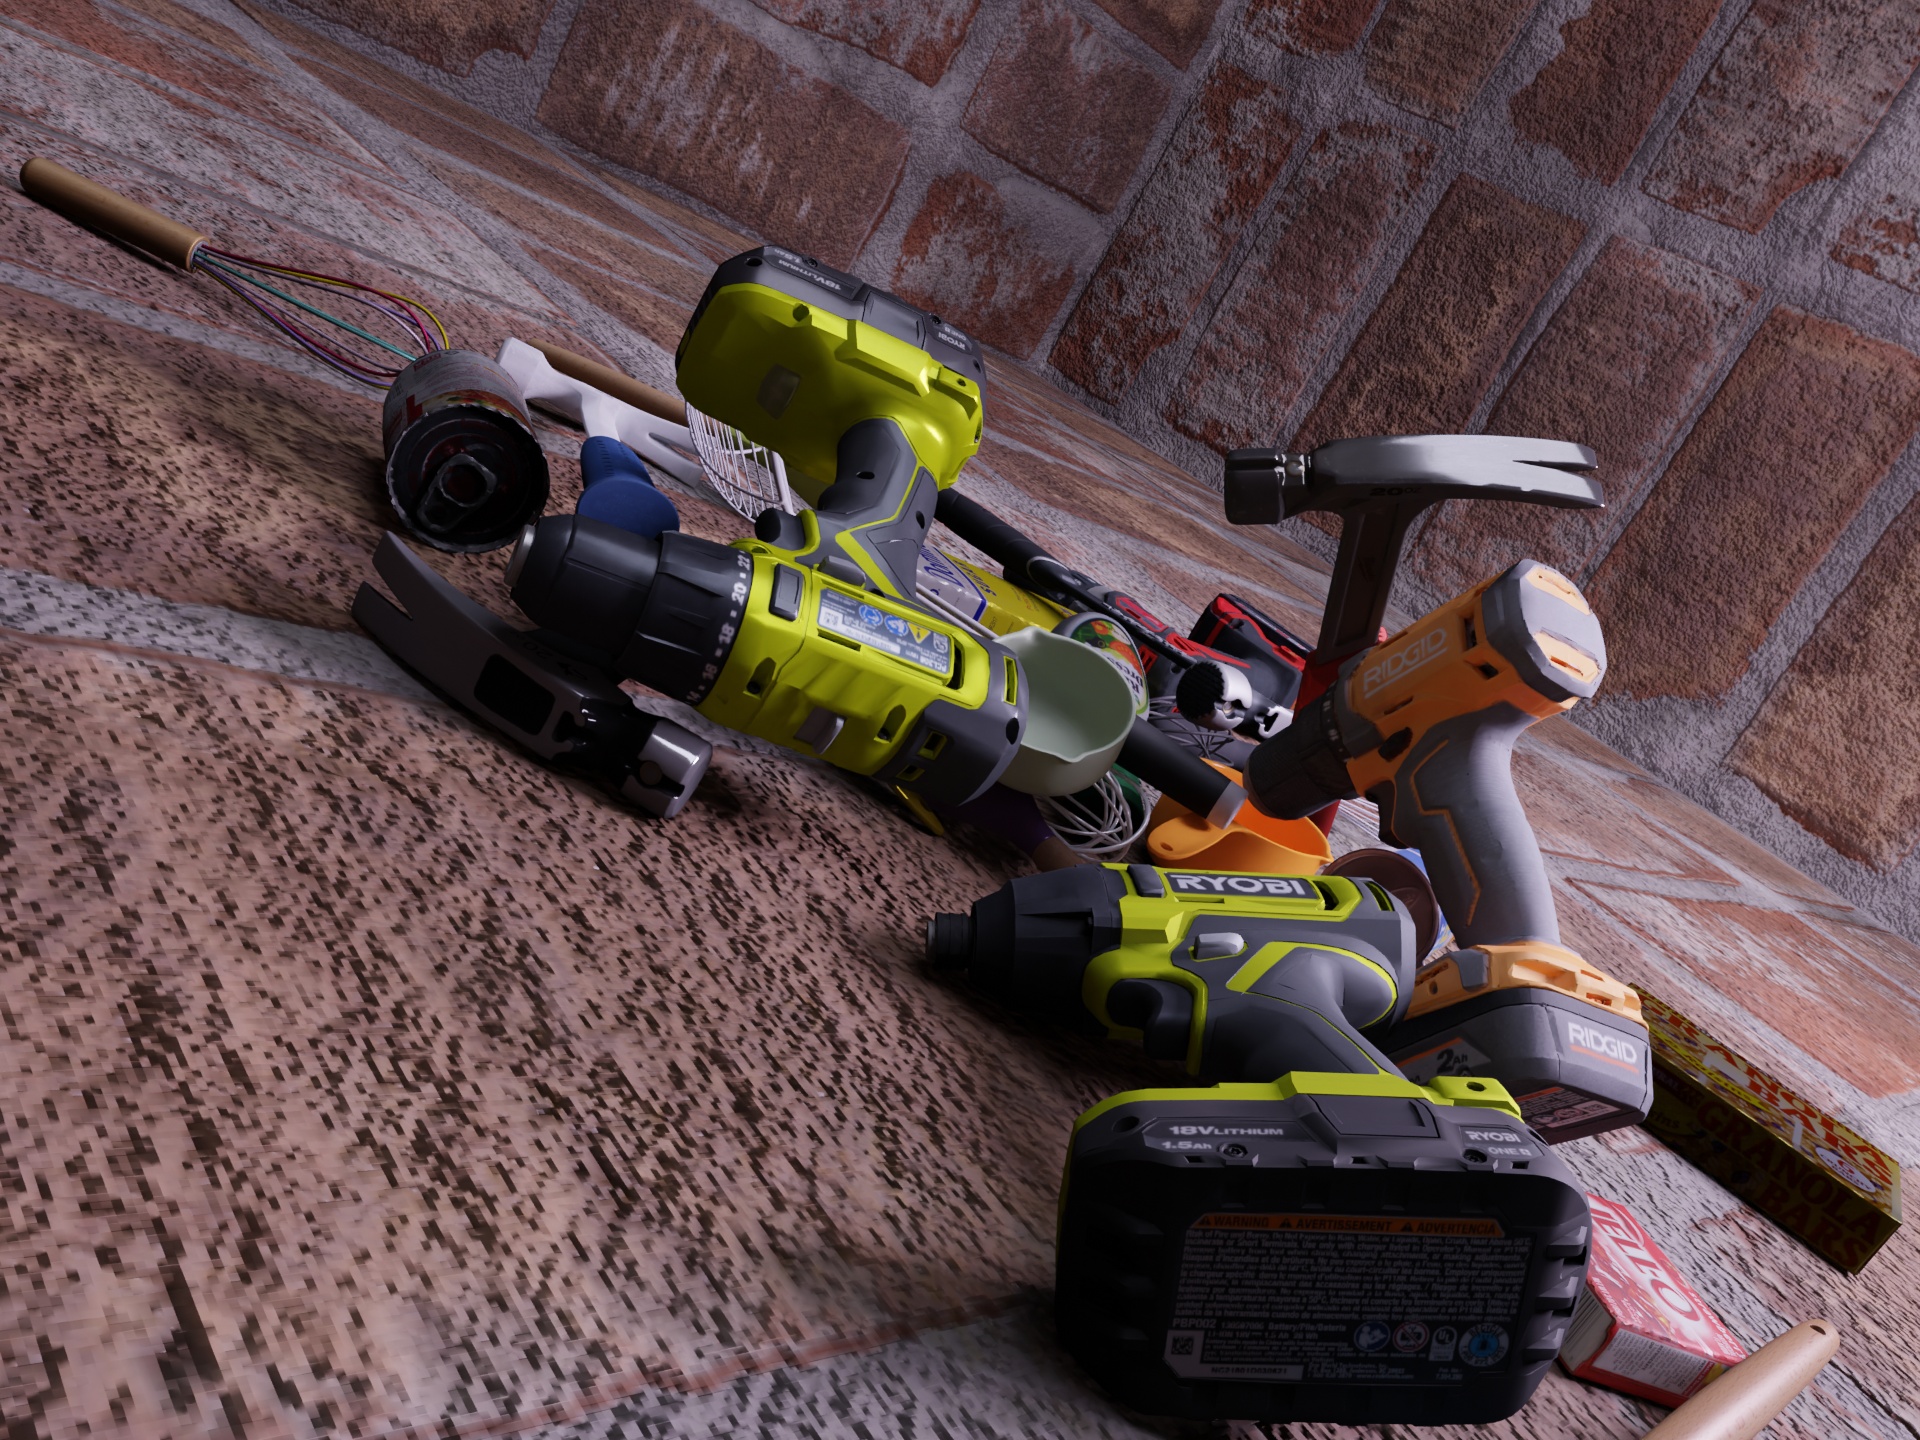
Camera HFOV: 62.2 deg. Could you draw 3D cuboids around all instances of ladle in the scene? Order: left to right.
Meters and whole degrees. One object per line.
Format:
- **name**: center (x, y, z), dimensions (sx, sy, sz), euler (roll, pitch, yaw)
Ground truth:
- **ladle**: center (-0.167, -0.207, 1.055), dimensions (0.320, 0.062, 0.078), euler (27, -16, 26)

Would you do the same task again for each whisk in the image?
- **whisk**: center (-0.389, -0.244, 0.860), dimensions (0.245, 0.047, 0.051), euler (26, 17, -2)
- **whisk**: center (-0.001, -0.003, 0.791), dimensions (0.059, 0.057, 0.247), euler (-30, 47, -28)
- **whisk**: center (0.077, 0.005, 0.912), dimensions (0.238, 0.055, 0.055), euler (8, 26, -42)
- **whisk**: center (0.247, 0.044, 1.071), dimensions (0.284, 0.070, 0.070), euler (18, 19, -21)

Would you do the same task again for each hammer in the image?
- **hammer**: center (-0.180, -0.140, 0.838), dimensions (0.144, 0.035, 0.406), euler (24, 10, -21)
- **hammer**: center (-0.135, -0.048, 0.713), dimensions (0.146, 0.035, 0.335), euler (31, 16, 1)
- **hammer**: center (0.073, -0.087, 1.029), dimensions (0.149, 0.036, 0.409), euler (16, 17, -44)
- **hammer**: center (0.196, -0.016, 0.790), dimensions (0.149, 0.037, 0.358), euler (1, -30, 6)

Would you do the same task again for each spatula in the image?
- **spatula**: center (0.050, 0.072, 0.676), dimensions (0.060, 0.018, 0.316), euler (-30, 53, -21)
- **spatula**: center (0.207, 0.212, 0.461), dimensions (0.317, 0.044, 0.082), euler (1, 22, -46)

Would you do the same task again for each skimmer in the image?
- **skimmer**: center (0.002, -0.082, 0.785), dimensions (0.363, 0.090, 0.127), euler (35, -16, 12)

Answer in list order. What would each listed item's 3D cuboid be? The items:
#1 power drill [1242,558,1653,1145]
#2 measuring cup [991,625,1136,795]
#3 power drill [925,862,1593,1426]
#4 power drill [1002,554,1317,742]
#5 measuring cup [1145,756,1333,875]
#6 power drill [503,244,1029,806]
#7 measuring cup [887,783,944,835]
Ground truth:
- **power drill**: center (0.189, 0.065, 0.666), dimensions (0.084, 0.185, 0.226), euler (22, 55, -25)
- **measuring cup**: center (-0.007, 0.000, 0.692), dimensions (0.167, 0.038, 0.083), euler (-1, 46, -14)
- **power drill**: center (0.079, 0.109, 0.495), dimensions (0.171, 0.080, 0.223), euler (3, 17, -5)
- **power drill**: center (0.150, -0.059, 1.183), dimensions (0.226, 0.080, 0.188), euler (6, 28, -48)
- **measuring cup**: center (0.117, 0.067, 0.777), dimensions (0.095, 0.052, 0.173), euler (37, 21, 21)
- **power drill**: center (-0.068, -0.086, 0.632), dimensions (0.190, 0.080, 0.229), euler (21, 44, -20)
- **measuring cup**: center (-0.047, -0.016, 0.711), dimensions (0.157, 0.029, 0.062), euler (51, 11, 16)
